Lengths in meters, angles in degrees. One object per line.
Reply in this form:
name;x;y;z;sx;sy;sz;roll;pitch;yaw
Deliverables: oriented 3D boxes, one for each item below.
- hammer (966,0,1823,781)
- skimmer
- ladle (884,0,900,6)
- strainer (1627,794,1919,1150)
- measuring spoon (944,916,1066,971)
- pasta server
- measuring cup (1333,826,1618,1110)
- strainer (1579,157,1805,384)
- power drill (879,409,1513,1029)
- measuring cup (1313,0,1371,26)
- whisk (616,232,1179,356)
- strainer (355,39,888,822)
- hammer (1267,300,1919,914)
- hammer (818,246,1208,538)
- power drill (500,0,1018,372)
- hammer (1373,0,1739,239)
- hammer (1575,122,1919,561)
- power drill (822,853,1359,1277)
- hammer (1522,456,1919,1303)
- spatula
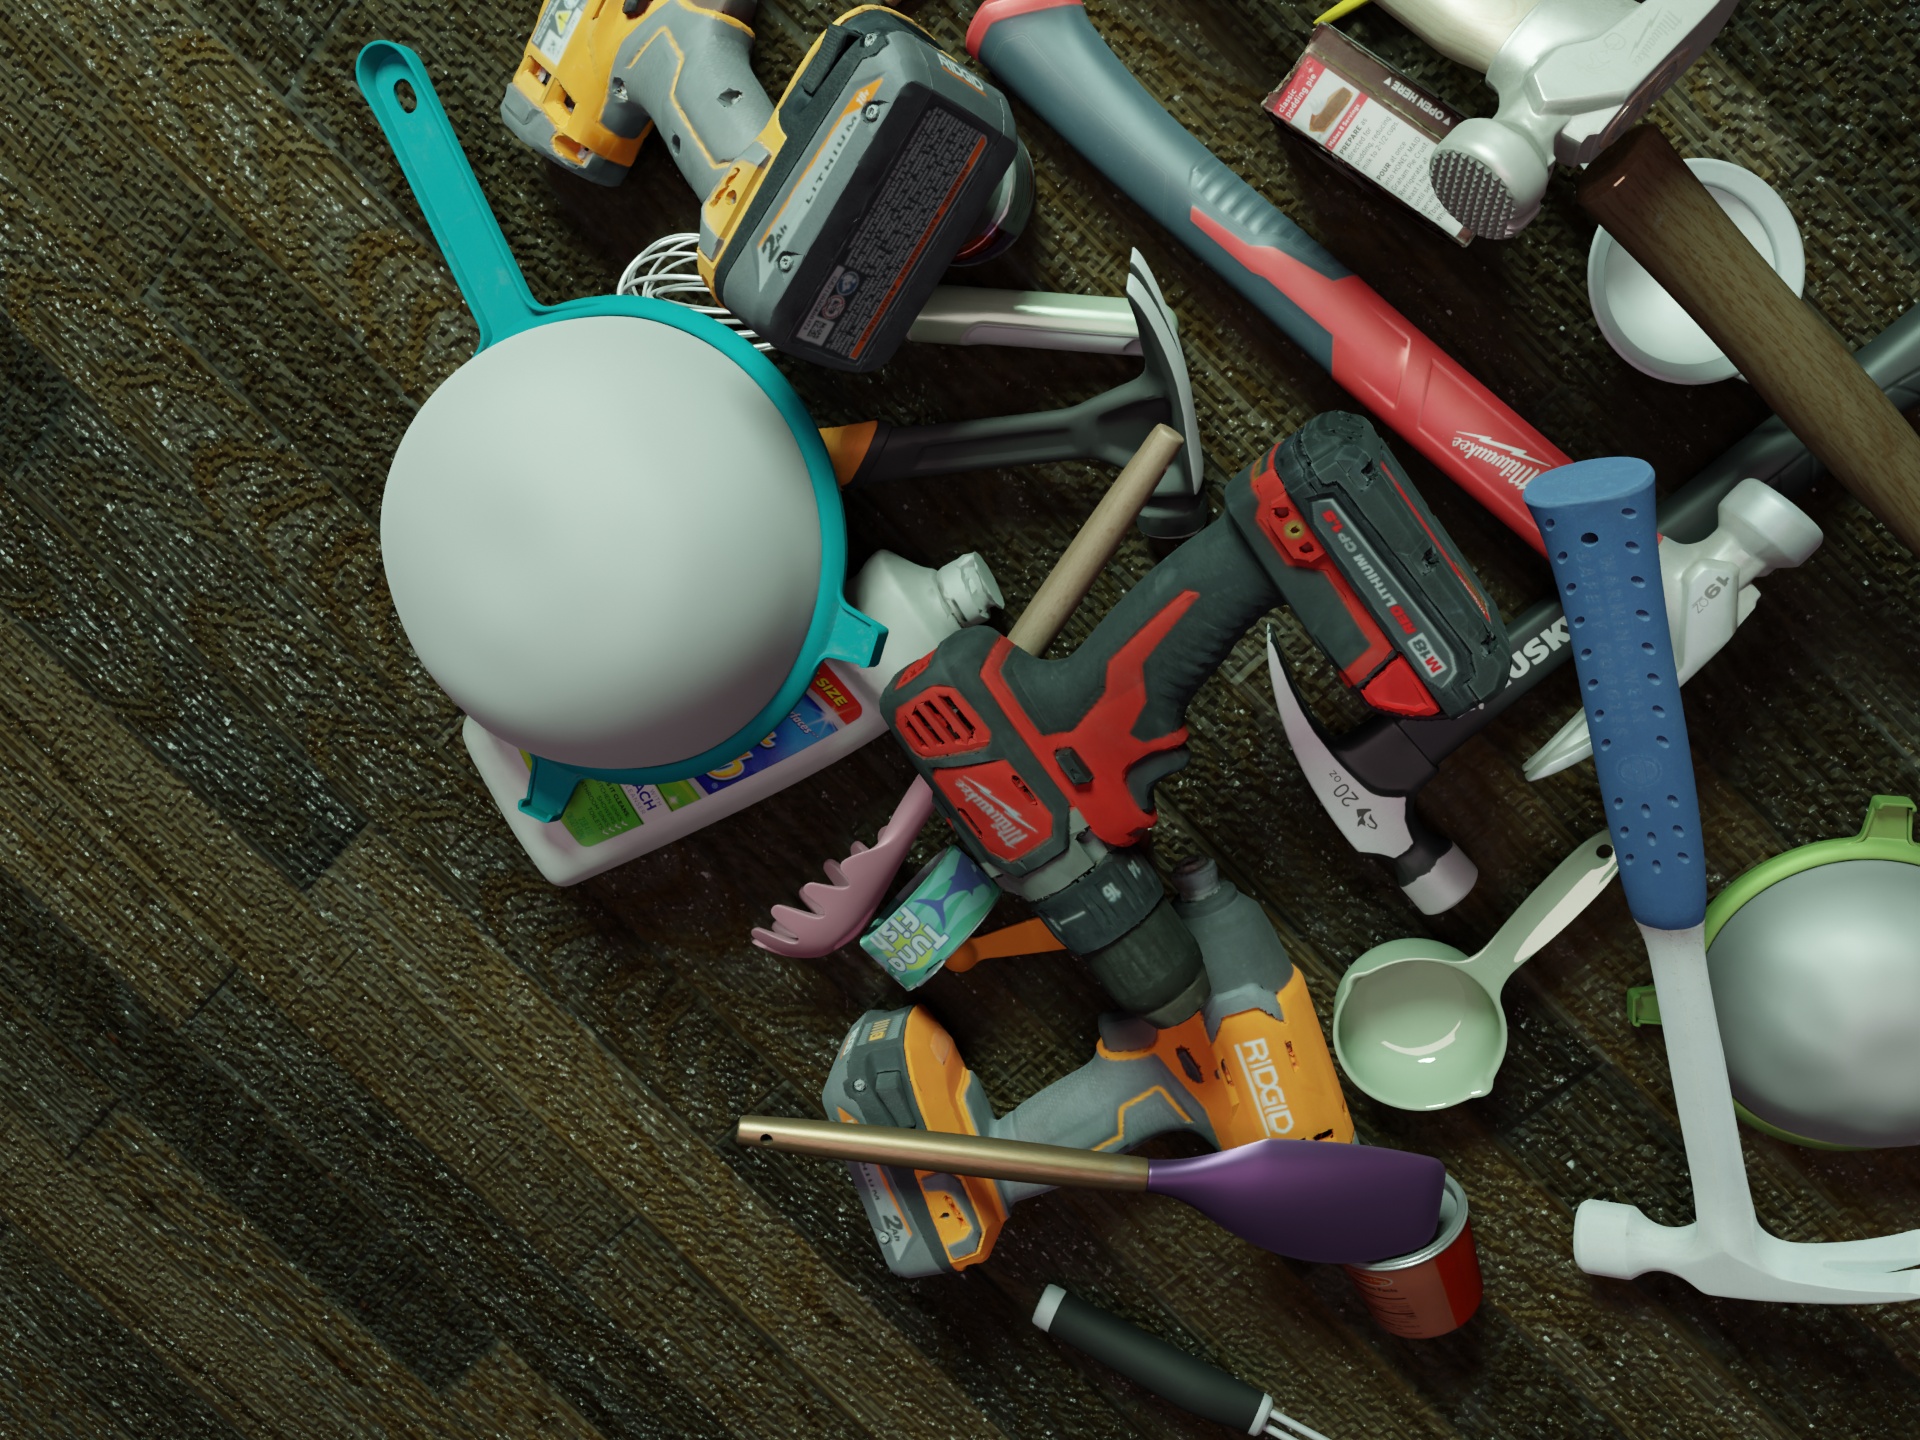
hammer;0.144;-0.148;0.643;0.386;0.038;0.143;42;107;4
skimmer;0.213;0.362;0.801;0.363;0.090;0.127;23;111;15
ladle;0.084;-0.400;0.614;0.320;0.062;0.078;-39;91;25
strainer;0.430;0.167;0.683;0.256;0.069;0.151;44;108;-2
measuring spoon;0.044;0.104;0.770;0.117;0.011;0.021;-14;102;14
pasta server;-0.001;-0.002;0.706;0.040;0.060;0.316;37;116;7
measuring cup;0.238;0.104;0.721;0.083;0.038;0.167;40;107;-2
strainer;0.239;-0.223;0.611;0.087;0.050;0.258;-43;102;0
power drill;0.101;0.008;0.627;0.226;0.080;0.188;-34;97;23
measuring cup;0.214;-0.298;0.612;0.156;0.062;0.029;-21;115;27
whisk;-0.029;-0.177;0.690;0.246;0.057;0.059;6;76;5
strainer;-0.187;-0.128;0.651;0.211;0.095;0.340;-25;92;20
hammer;0.281;-0.069;0.665;0.334;0.035;0.146;-41;95;18
hammer;-0.066;-0.120;0.699;0.337;0.034;0.127;-4;135;16
power drill;-0.078;-0.265;0.619;0.226;0.084;0.185;47;113;29
hammer;0.081;-0.336;0.562;0.146;0.038;0.411;-45;72;-5
hammer;0.344;-0.094;0.586;0.331;0.031;0.130;39;77;-17
power drill;0.056;0.162;0.750;0.226;0.084;0.164;-18;102;11
hammer;0.289;0.086;0.630;0.144;0.035;0.405;-2;122;35
spatula;0.057;0.202;0.710;0.316;0.018;0.059;7;103;0
